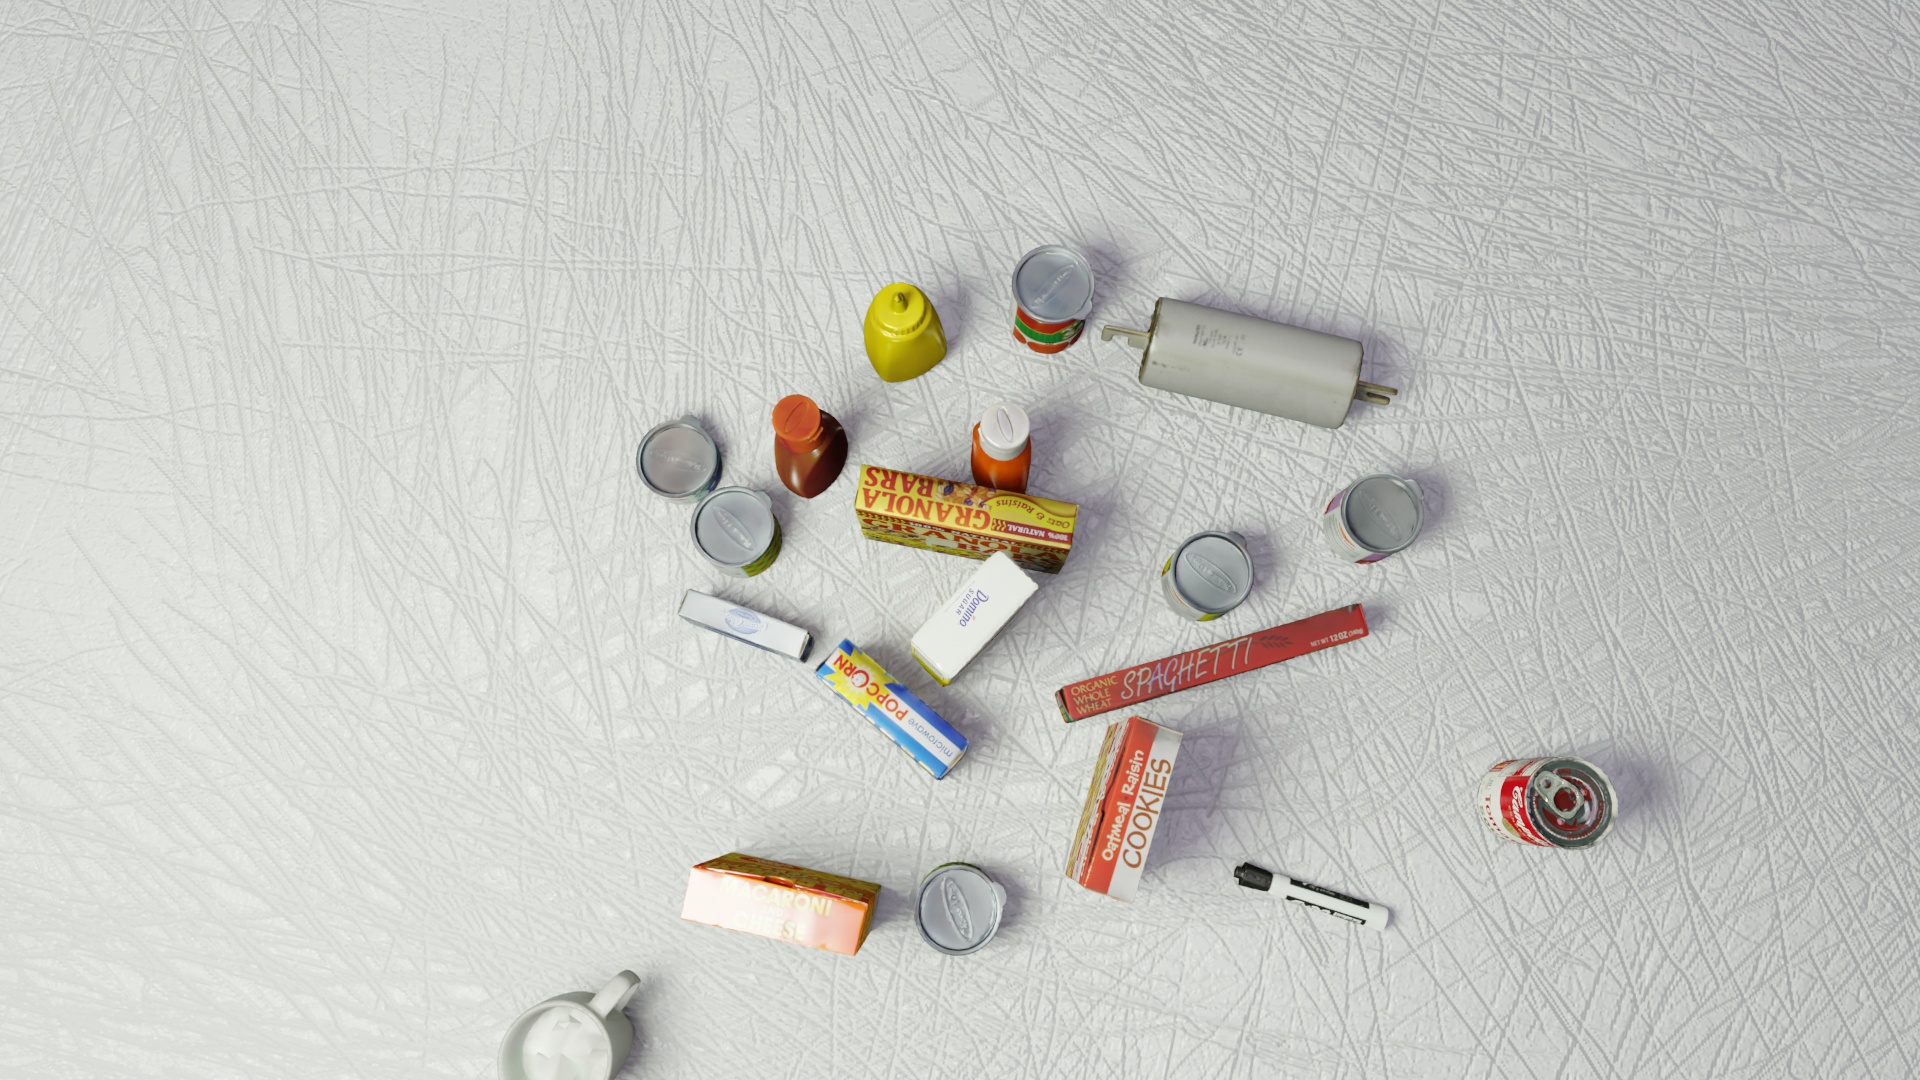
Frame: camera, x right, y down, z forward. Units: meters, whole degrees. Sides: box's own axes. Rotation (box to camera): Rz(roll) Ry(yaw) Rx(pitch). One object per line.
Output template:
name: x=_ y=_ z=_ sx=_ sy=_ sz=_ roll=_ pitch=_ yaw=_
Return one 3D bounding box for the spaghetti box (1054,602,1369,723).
spaghetti box: x=0.197 y=0.098 z=1.103 sx=0.250 sy=0.050 sz=0.029 roll=-16 pitch=80 yaw=-3

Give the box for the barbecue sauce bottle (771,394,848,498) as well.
barbecue sauce bottle: x=-0.120 y=-0.076 z=1.084 sx=0.044 sy=0.148 sz=0.065 roll=33 pitch=81 yaw=5

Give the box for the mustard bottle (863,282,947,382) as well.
mustard bottle: x=-0.045 y=-0.170 z=1.097 sx=0.065 sy=0.160 sz=0.049 roll=-25 pitch=81 yaw=-5

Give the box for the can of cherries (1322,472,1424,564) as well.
can of cherries: x=0.335 y=-0.018 z=1.122 sx=0.071 sy=0.058 sz=0.071 roll=0 pitch=79 yaw=0

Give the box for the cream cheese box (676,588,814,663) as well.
cream cheese box: x=-0.169 y=0.069 z=1.104 sx=0.104 sy=0.053 sz=0.024 roll=19 pitch=80 yaw=3

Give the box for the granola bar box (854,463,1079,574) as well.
granola bar box: x=0.004 y=-0.014 z=1.085 sx=0.166 sy=0.124 sz=0.039 roll=11 pitch=80 yaw=2

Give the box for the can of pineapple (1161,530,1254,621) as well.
can of pineapple: x=0.198 y=0.029 z=1.113 sx=0.071 sy=0.057 sz=0.071 roll=0 pitch=79 yaw=0

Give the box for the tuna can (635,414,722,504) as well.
tuna can: x=-0.229 y=-0.066 z=1.140 sx=0.071 sy=0.032 sz=0.071 roll=0 pitch=79 yaw=0

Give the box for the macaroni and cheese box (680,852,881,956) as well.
macaroni and cheese box: x=-0.125 y=0.261 z=1.010 sx=0.124 sy=0.166 sz=0.040 roll=12 pitch=80 yaw=2

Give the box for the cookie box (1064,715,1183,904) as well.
cookie box: x=0.116 y=0.197 z=1.024 sx=0.040 sy=0.167 sz=0.123 roll=18 pitch=80 yaw=3

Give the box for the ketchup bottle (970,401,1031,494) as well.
ketchup bottle: x=0.032 y=-0.071 z=1.084 sx=0.043 sy=0.148 sz=0.065 roll=-17 pitch=80 yaw=-3

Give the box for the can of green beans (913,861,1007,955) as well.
can of green beans: x=-0.002 y=0.280 z=1.063 sx=0.071 sy=0.057 sz=0.071 roll=0 pitch=79 yaw=0

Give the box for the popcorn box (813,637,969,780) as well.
popcorn box: x=-0.052 y=0.133 z=1.077 sx=0.127 sy=0.085 sz=0.038 roll=39 pitch=82 yaw=7

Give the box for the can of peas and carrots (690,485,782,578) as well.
can of peas and carrots: x=-0.177 y=-0.008 z=1.116 sx=0.071 sy=0.058 sz=0.071 roll=0 pitch=79 yaw=0

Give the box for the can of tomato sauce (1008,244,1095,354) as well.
can of tomato sauce: x=0.075 y=-0.196 z=1.142 sx=0.071 sy=0.083 sz=0.071 roll=0 pitch=80 yaw=0
